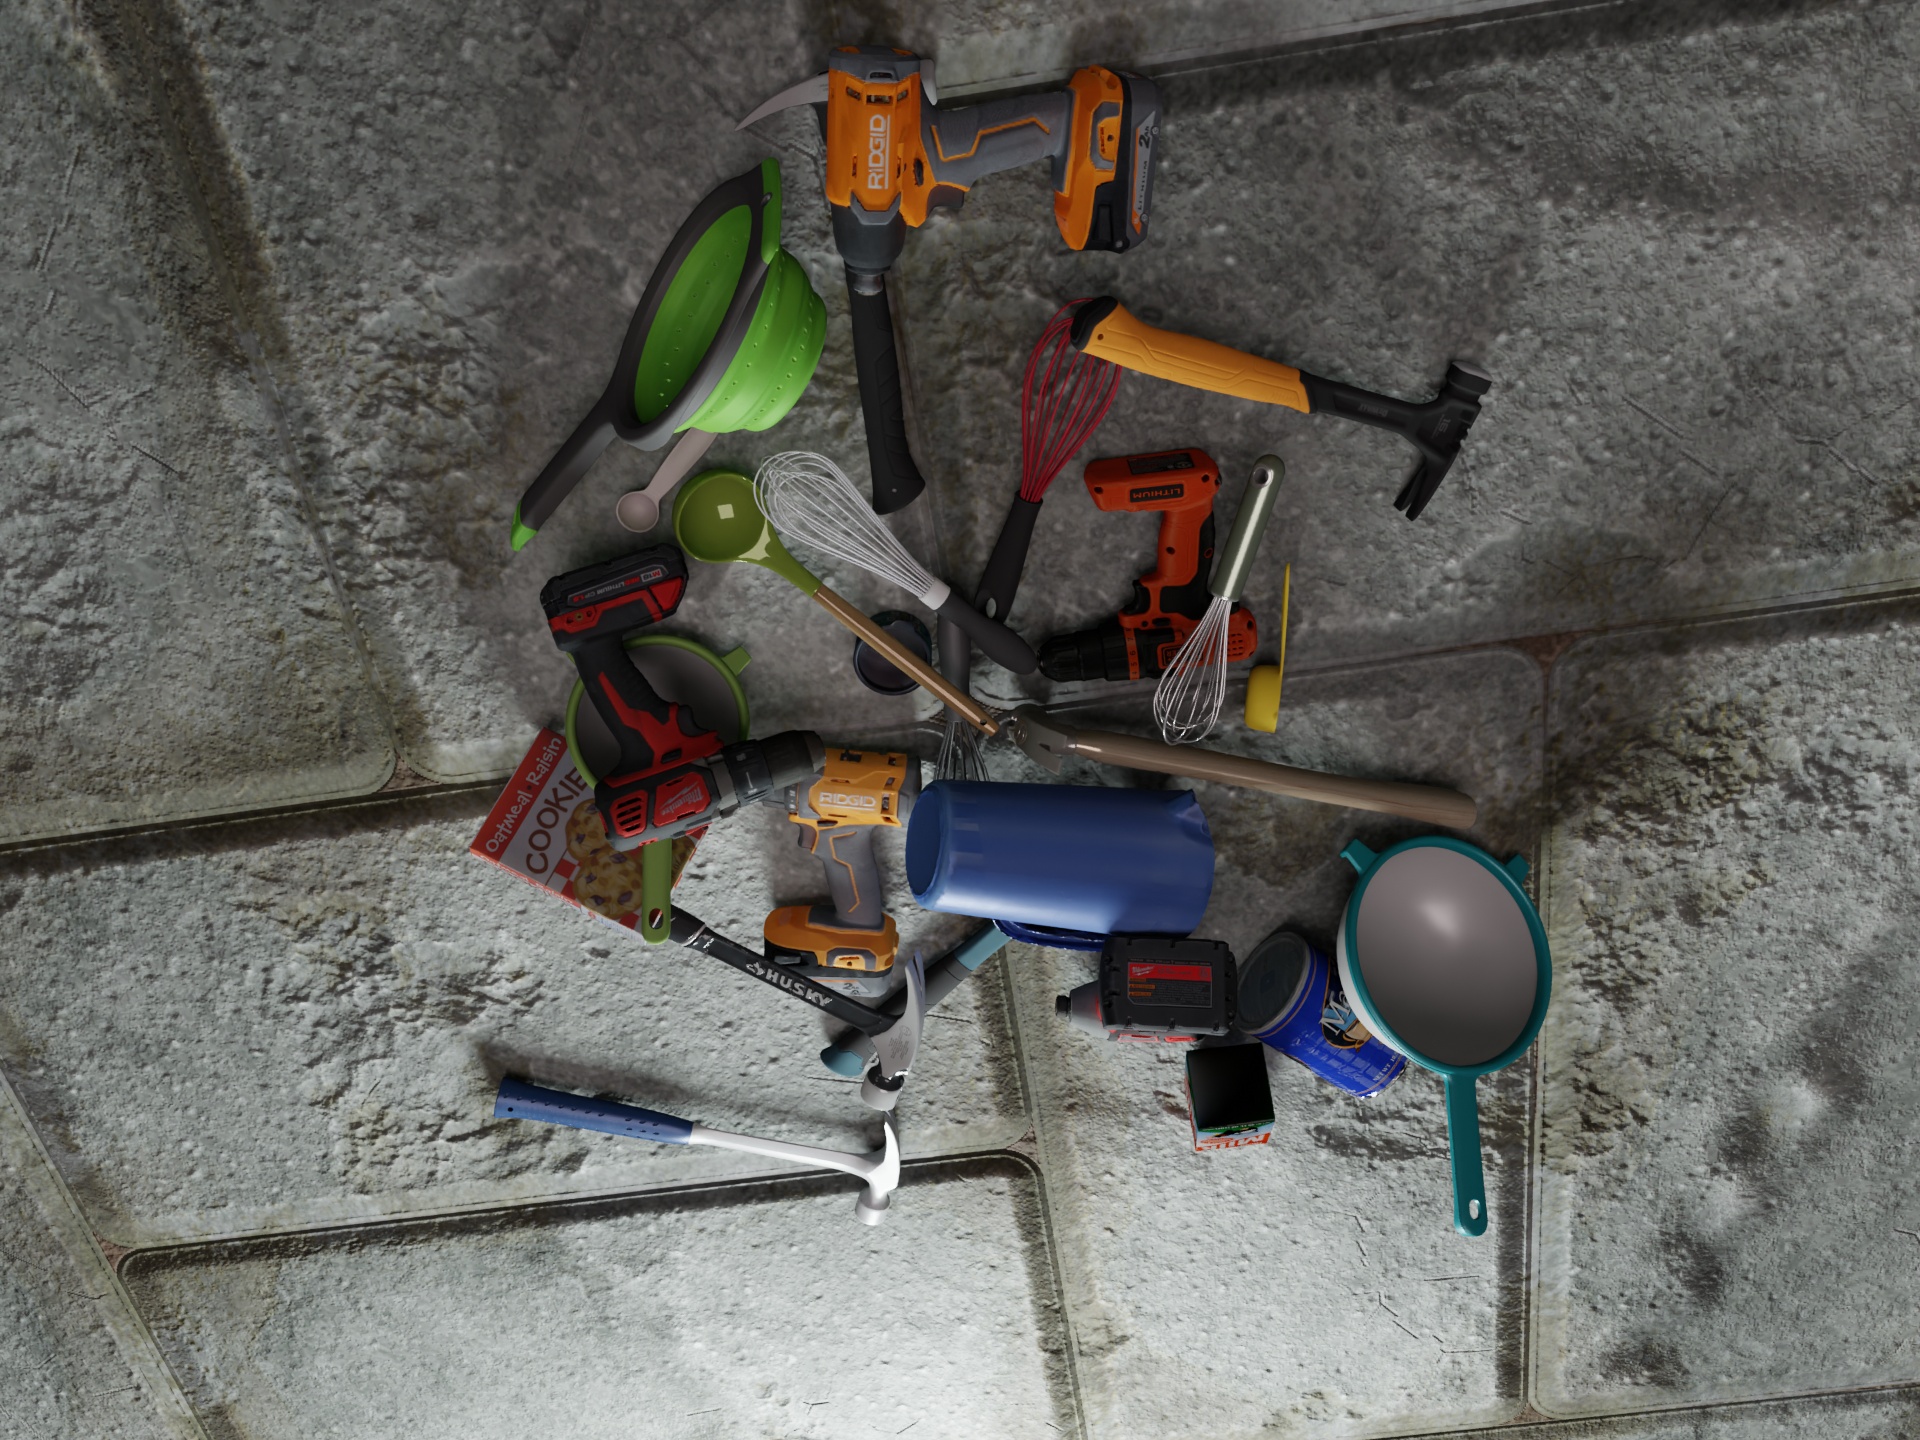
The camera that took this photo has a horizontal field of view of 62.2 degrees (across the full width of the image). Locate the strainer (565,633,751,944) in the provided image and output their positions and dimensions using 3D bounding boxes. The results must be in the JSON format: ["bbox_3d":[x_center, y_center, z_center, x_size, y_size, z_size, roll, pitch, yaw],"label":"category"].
[{"bbox_3d":[-0.255,0.057,1.339,0.151,0.069,0.256,1,88,-12],"label":"strainer"}]

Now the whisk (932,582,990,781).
[{"bbox_3d":[-0.003,-0.004,1.360,0.055,0.055,0.238,-2,114,1],"label":"whisk"}]

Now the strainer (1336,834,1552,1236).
[{"bbox_3d":[0.413,0.275,1.401,0.211,0.341,0.095,6,162,-19],"label":"strainer"}]

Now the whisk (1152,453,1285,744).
[{"bbox_3d":[0.207,-0.092,1.256,0.058,0.059,0.246,30,113,33],"label":"whisk"}]

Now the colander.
[{"bbox_3d":[-0.212,-0.235,1.191,0.094,0.205,0.397,23,136,-32],"label":"colander"}]

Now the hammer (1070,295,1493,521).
[{"bbox_3d":[0.235,-0.246,1.198,0.336,0.034,0.127,11,118,-20],"label":"hammer"}]

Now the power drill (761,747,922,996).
[{"bbox_3d":[-0.133,0.126,1.412,0.185,0.084,0.226,6,114,-1],"label":"power drill"}]

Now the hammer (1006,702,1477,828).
[{"bbox_3d":[0.249,0.047,1.347,0.410,0.146,0.038,10,98,-11],"label":"hammer"}]

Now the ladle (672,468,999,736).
[{"bbox_3d":[-0.095,-0.087,1.280,0.320,0.062,0.078,38,97,-7],"label":"ladle"}]

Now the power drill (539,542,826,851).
[{"bbox_3d":[-0.224,-0.025,1.278,0.188,0.080,0.226,-19,93,-12],"label":"power drill"}]

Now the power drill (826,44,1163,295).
[{"bbox_3d":[0.017,-0.381,1.117,0.226,0.084,0.164,-3,119,-13],"label":"power drill"}]

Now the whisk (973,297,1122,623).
[{"bbox_3d":[0.061,-0.192,1.253,0.073,0.073,0.295,15,123,-8],"label":"whisk"}]

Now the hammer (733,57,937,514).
[{"bbox_3d":[-0.075,-0.315,1.201,0.146,0.035,0.334,-6,118,2],"label":"hammer"}]

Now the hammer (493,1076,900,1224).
[{"bbox_3d":[-0.256,0.408,1.584,0.405,0.035,0.144,13,118,-7],"label":"hammer"}]

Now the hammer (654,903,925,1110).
[{"bbox_3d":[-0.217,0.193,1.397,0.409,0.036,0.149,25,114,9],"label":"hammer"}]

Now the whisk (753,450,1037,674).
[{"bbox_3d":[-0.045,-0.121,1.267,0.284,0.070,0.070,36,112,-22],"label":"whisk"}]

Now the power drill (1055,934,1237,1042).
[{"bbox_3d":[0.163,0.248,1.419,0.143,0.219,0.079,3,73,-1],"label":"power drill"}]

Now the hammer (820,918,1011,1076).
[{"bbox_3d":[-0.005,0.234,1.493,0.128,0.033,0.331,41,111,-20],"label":"hammer"}]

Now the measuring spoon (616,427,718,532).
[{"bbox_3d":[-0.230,-0.202,1.275,0.034,0.018,0.124,39,105,-18],"label":"measuring spoon"}]

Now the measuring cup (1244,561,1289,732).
[{"bbox_3d":[0.254,-0.061,1.319,0.029,0.062,0.156,5,122,10],"label":"measuring cup"}]
